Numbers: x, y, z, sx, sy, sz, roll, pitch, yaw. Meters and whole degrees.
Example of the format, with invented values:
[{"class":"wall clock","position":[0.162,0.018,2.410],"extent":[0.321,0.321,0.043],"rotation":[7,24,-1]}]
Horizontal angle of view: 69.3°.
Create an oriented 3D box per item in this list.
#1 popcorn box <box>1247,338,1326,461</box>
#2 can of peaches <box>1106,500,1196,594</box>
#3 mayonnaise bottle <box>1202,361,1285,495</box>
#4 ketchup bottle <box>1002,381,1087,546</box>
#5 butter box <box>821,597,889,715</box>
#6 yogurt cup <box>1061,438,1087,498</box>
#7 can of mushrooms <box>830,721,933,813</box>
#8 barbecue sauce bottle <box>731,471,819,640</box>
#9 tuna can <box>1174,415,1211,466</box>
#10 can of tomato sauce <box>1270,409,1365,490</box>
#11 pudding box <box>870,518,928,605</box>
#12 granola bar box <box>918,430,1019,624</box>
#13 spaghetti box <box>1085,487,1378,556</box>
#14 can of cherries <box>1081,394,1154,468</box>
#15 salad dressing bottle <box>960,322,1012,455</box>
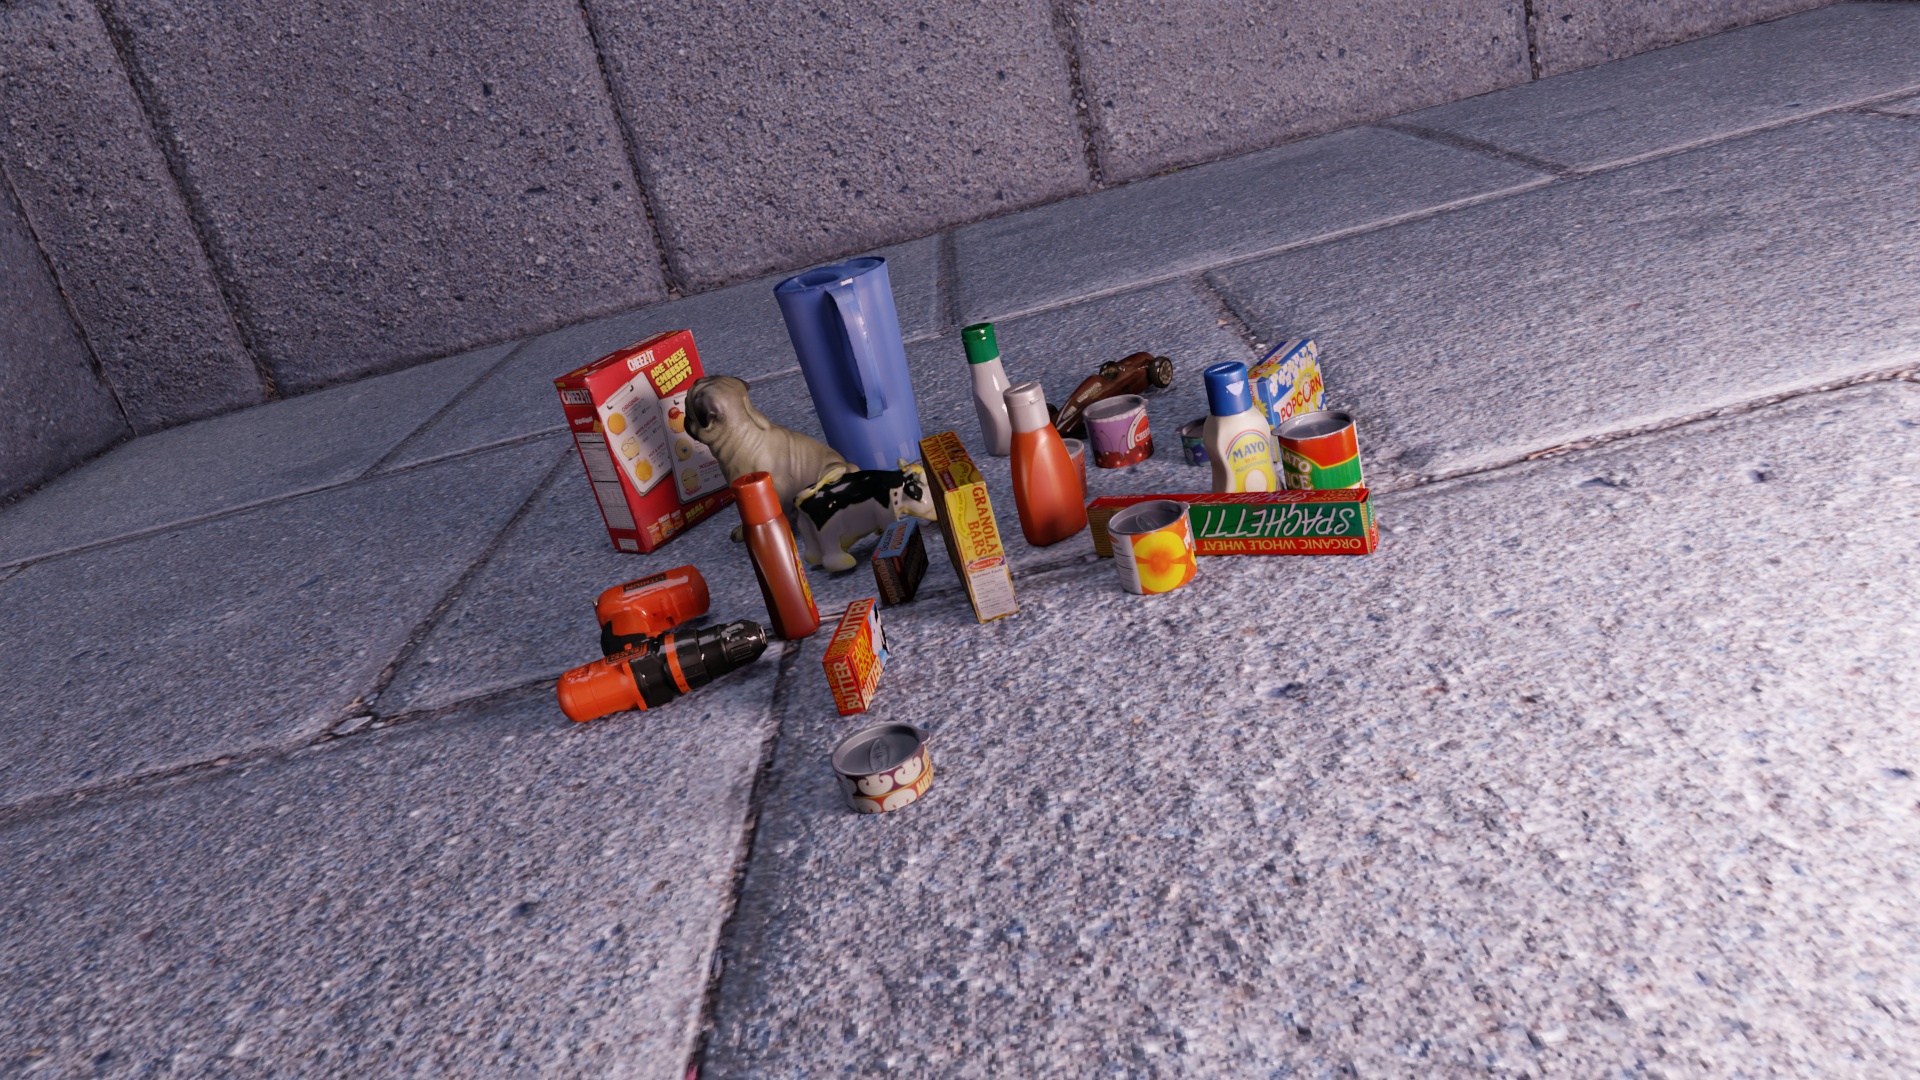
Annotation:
[{"class":"popcorn box","position":[0.321,-0.141,1.386],"extent":[0.038,0.085,0.127],"rotation":[1,26,37]},{"class":"can of peaches","position":[0.163,0.005,1.164],"extent":[0.071,0.058,0.071],"rotation":[-13,21,5]},{"class":"mayonnaise bottle","position":[0.240,-0.079,1.198],"extent":[0.065,0.147,0.041],"rotation":[-19,21,-11]},{"class":"ketchup bottle","position":[0.074,-0.073,1.293],"extent":[0.065,0.148,0.043],"rotation":[-26,23,-26]},{"class":"butter box","position":[-0.083,0.092,1.118],"extent":[0.024,0.053,0.104],"rotation":[-10,22,13]},{"class":"yogurt cup","position":[0.095,-0.066,1.394],"extent":[0.072,0.053,0.072],"rotation":[-13,21,5]},{"class":"can of mushrooms","position":[-0.051,0.157,0.963],"extent":[0.071,0.033,0.071],"rotation":[-13,21,5]},{"class":"barbecue sauce bottle","position":[-0.167,0.012,1.243],"extent":[0.044,0.148,0.065],"rotation":[-18,21,-8]},{"class":"tuna can","position":[0.254,-0.102,1.405],"extent":[0.071,0.032,0.071],"rotation":[-13,21,5]},{"class":"can of tomato sauce","position":[0.310,-0.062,1.198],"extent":[0.071,0.082,0.071],"rotation":[-13,21,5]},{"class":"pudding box","position":[-0.056,0.019,1.289],"extent":[0.030,0.049,0.084],"rotation":[-10,22,14]},{"class":"granola bar box","position":[0.004,-0.015,1.231],"extent":[0.039,0.123,0.166],"rotation":[-17,21,-4]},{"class":"spaghetti box","position":[0.227,-0.014,1.179],"extent":[0.250,0.050,0.029],"rotation":[-1,25,33]},{"class":"can of cherries","position":[0.168,-0.115,1.461],"extent":[0.071,0.058,0.072],"rotation":[-13,21,5]},{"class":"salad dressing bottle","position":[0.035,-0.171,1.568],"extent":[0.044,0.147,0.064],"rotation":[-21,21,-14]}]
